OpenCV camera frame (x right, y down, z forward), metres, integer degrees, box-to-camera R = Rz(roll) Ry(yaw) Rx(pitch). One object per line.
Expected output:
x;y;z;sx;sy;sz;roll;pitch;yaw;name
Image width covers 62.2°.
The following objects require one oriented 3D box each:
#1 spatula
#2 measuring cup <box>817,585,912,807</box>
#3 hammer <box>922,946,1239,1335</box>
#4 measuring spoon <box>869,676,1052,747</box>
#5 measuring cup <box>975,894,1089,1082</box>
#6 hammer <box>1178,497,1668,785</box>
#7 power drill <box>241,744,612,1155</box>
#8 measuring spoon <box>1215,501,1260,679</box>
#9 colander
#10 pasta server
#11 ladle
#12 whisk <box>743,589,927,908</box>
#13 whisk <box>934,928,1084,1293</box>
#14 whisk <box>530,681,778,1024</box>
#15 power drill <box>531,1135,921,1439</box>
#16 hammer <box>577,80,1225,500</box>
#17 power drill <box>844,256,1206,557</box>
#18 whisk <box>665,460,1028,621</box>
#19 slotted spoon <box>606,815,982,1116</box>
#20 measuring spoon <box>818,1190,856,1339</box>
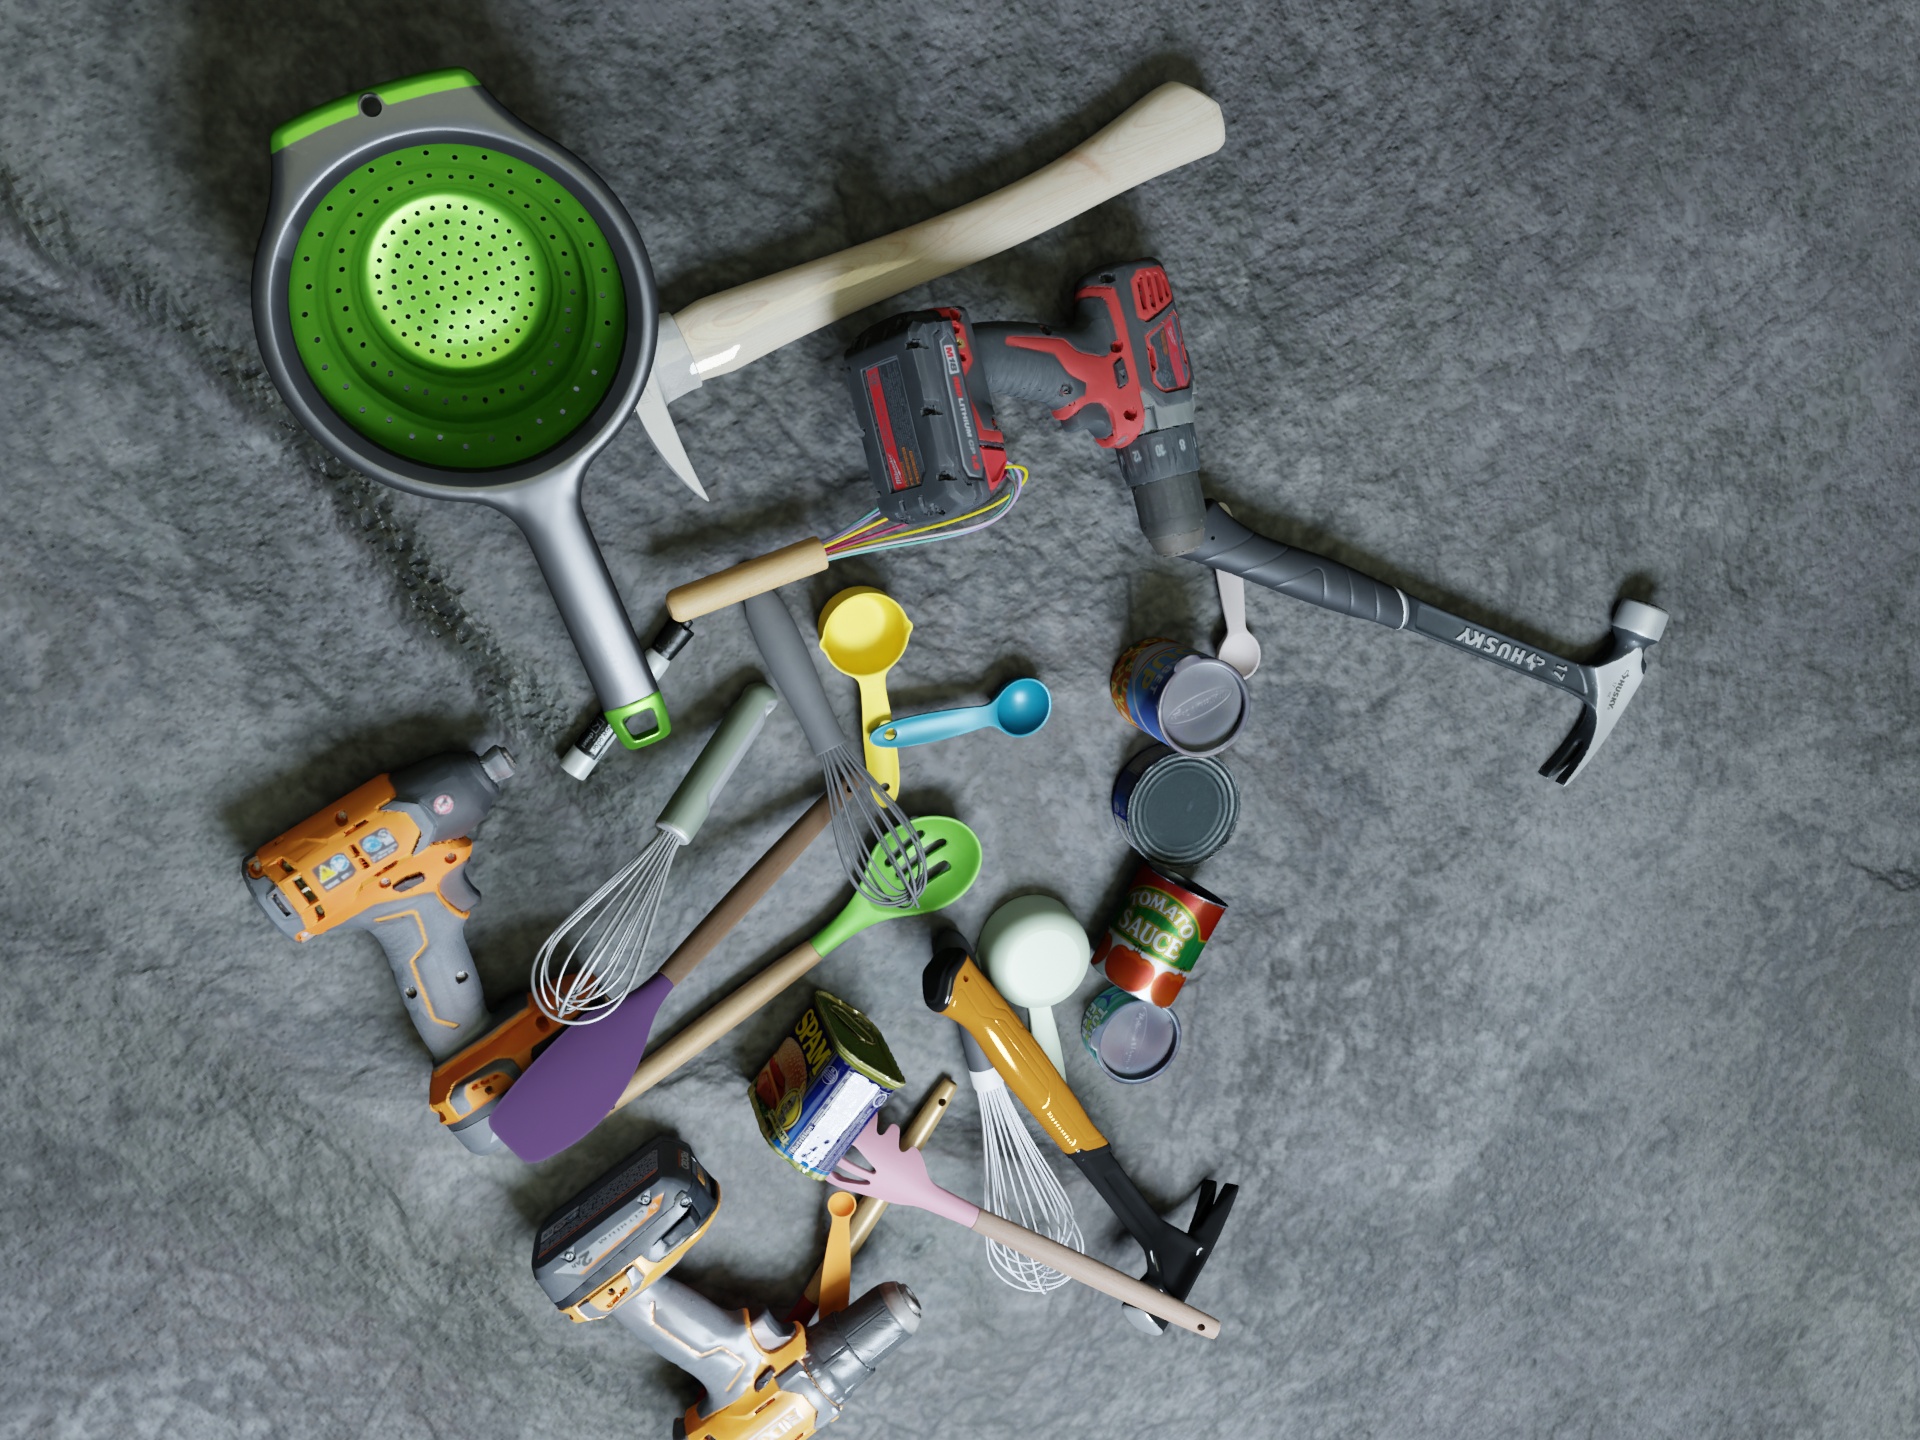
-0.164;0.143;0.989;0.316;0.018;0.059;-48;118;-24;spatula
-0.060;-0.015;1.041;0.062;0.029;0.156;-13;119;-15;measuring cup
0.081;0.277;1.109;0.127;0.034;0.336;-51;118;-31;hammer
-0.002;-0.003;1.055;0.128;0.021;0.042;-11;114;-17;measuring spoon
0.061;0.206;1.119;0.083;0.038;0.167;-14;105;-14;measuring cup
0.322;-0.069;1.128;0.408;0.036;0.149;17;99;-22;hammer
-0.300;0.132;0.970;0.164;0.084;0.226;-33;107;-9;power drill
0.184;-0.089;1.101;0.034;0.018;0.124;-12;100;-23;measuring spoon
-0.253;-0.163;0.911;0.204;0.095;0.396;-22;121;-8;colander
0.035;0.349;1.093;0.316;0.040;0.060;26;104;-3;pasta server
-0.092;0.387;1.125;0.069;0.031;0.315;33;90;-17;ladle
-0.082;0.015;1.011;0.055;0.055;0.239;-26;96;-9;whisk
0.025;0.278;1.120;0.070;0.070;0.284;-18;103;-12;whisk
-0.179;0.075;0.969;0.059;0.057;0.246;27;66;7;whisk
-0.151;0.386;1.063;0.185;0.084;0.226;-36;104;-3;power drill
-0.017;-0.280;0.977;0.410;0.038;0.146;-26;111;-10;hammer
0.057;-0.176;0.968;0.226;0.080;0.188;-19;99;-33;power drill
-0.067;-0.115;0.988;0.245;0.047;0.051;-22;101;-16;whisk
-0.119;0.166;1.062;0.314;0.031;0.070;-37;111;-4;slotted spoon
-0.086;0.382;1.110;0.021;0.011;0.117;4;99;-3;measuring spoon
